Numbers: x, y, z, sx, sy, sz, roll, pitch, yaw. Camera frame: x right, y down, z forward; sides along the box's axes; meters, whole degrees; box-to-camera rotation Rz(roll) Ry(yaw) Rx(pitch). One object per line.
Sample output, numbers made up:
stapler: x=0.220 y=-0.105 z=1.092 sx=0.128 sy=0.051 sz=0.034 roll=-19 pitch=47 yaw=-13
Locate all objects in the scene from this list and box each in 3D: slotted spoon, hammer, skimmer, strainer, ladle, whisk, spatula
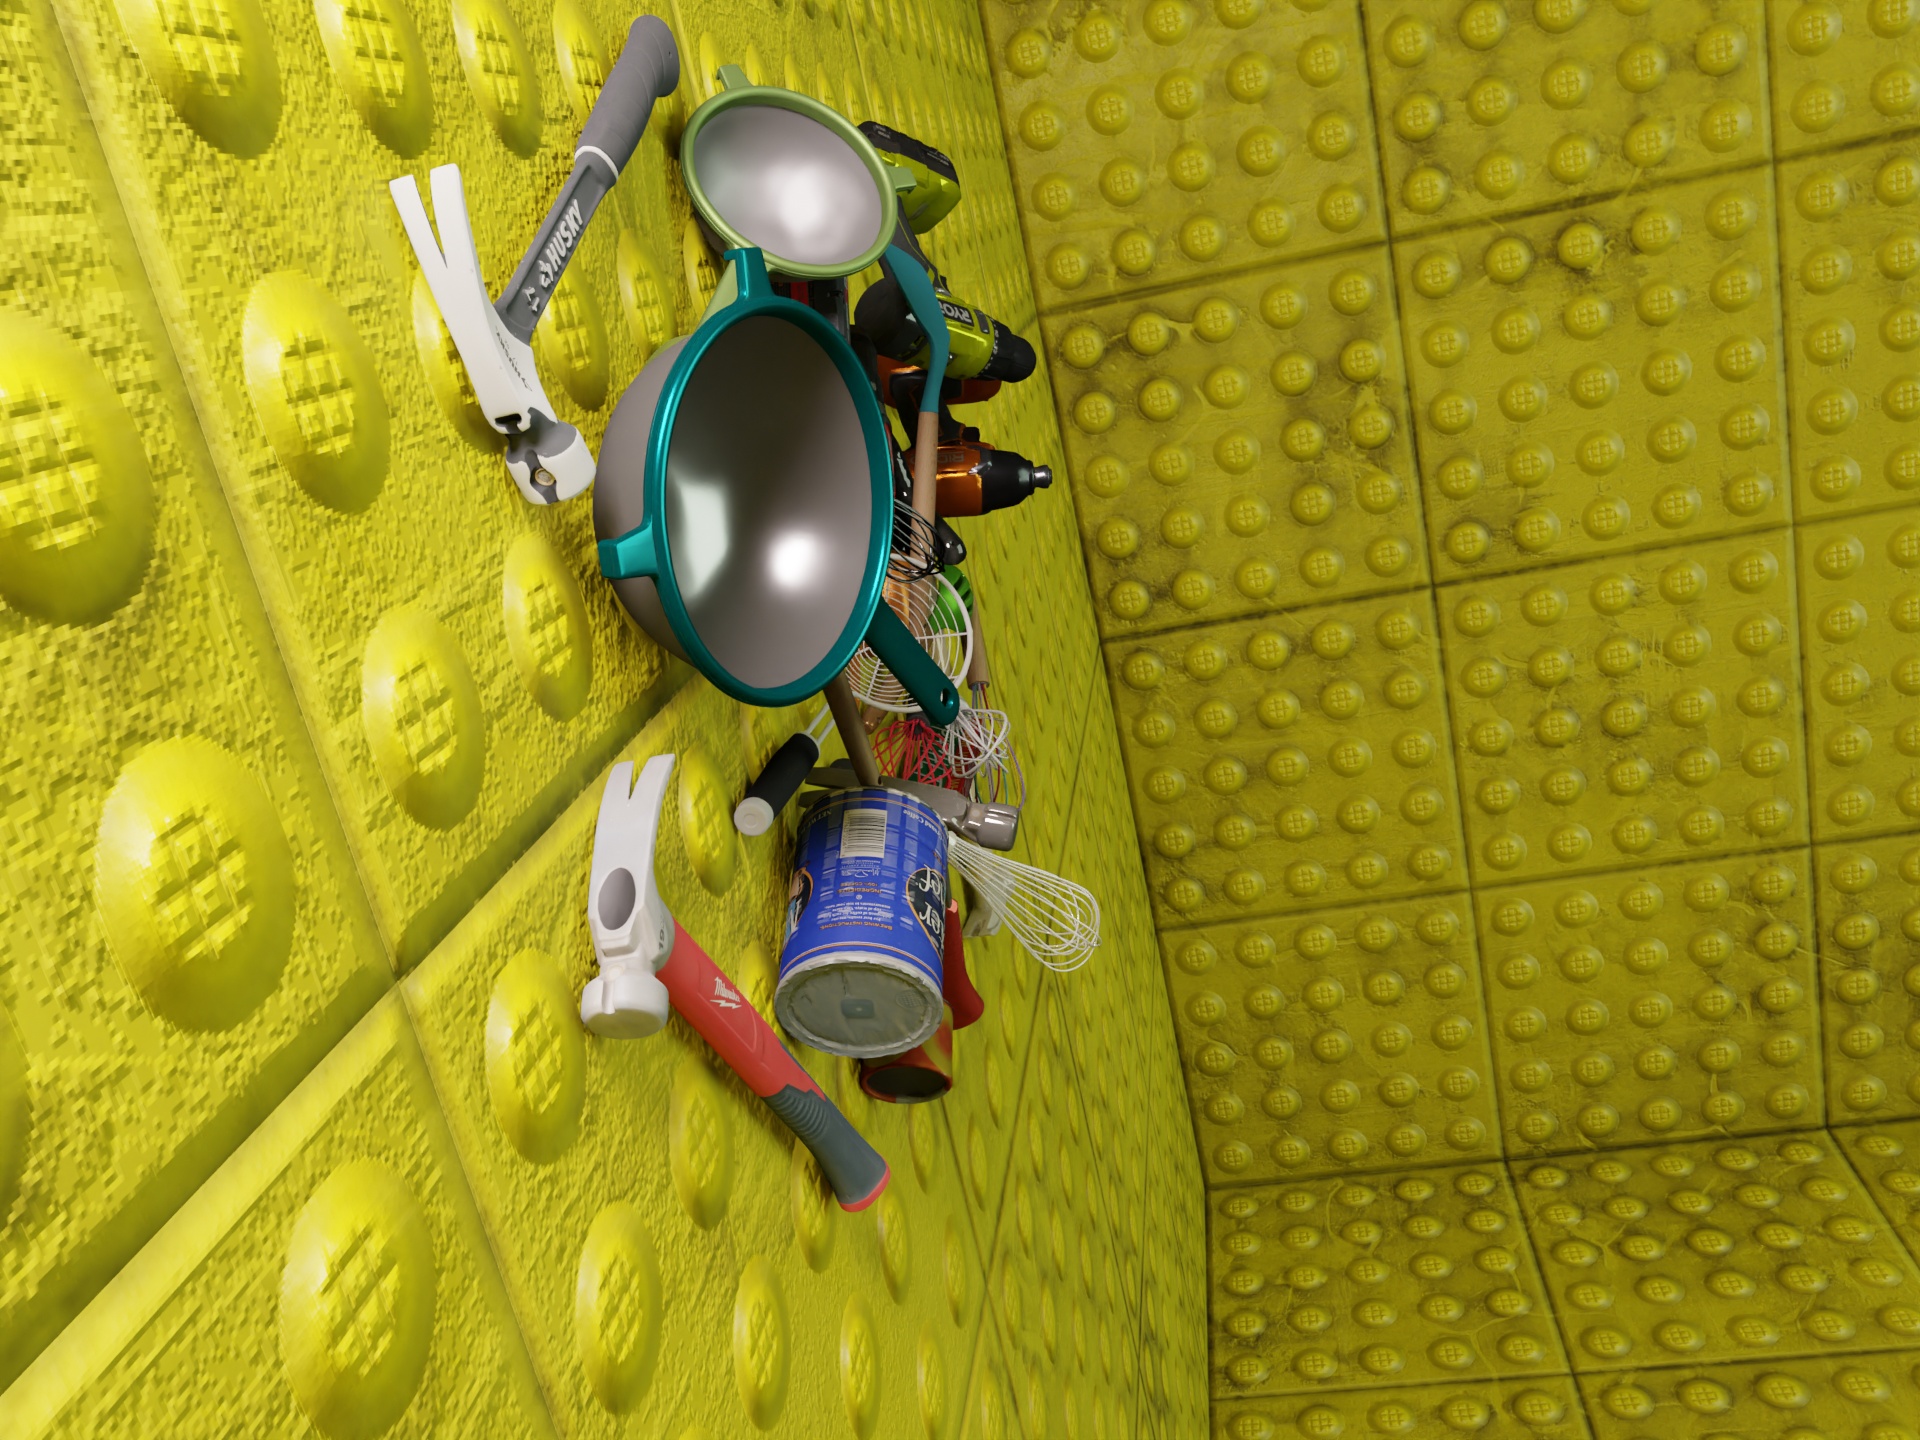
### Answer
slotted spoon: x=-0.035 y=-0.064 z=1.396 sx=0.314 sy=0.031 sz=0.070 roll=-61 pitch=136 yaw=-59
hammer: x=-0.197 y=-0.286 z=0.830 sx=0.409 sy=0.036 sz=0.149 roll=-87 pitch=163 yaw=-48
hammer: x=-0.027 y=0.149 z=1.209 sx=0.358 sy=0.149 sz=0.037 roll=85 pitch=18 yaw=-57
skimmer: x=-0.073 y=-0.022 z=1.100 sx=0.127 sy=0.090 sz=0.363 roll=45 pitch=21 yaw=-7
strainer: x=-0.103 y=-0.086 z=0.896 sx=0.340 sy=0.095 sz=0.211 roll=50 pitch=51 yaw=-53
hammer: x=-0.012 y=0.006 z=1.532 sx=0.146 sy=0.038 sz=0.410 roll=-55 pitch=134 yaw=-73
ladle: x=-0.111 y=-0.083 z=0.978 sx=0.078 sy=0.062 sz=0.320 roll=-62 pitch=140 yaw=-55
whisk: x=0.007 y=0.109 z=1.221 sx=0.284 sy=0.070 sz=0.070 roll=37 pitch=35 yaw=-27
strainer: x=-0.138 y=-0.302 z=1.046 sx=0.069 sy=0.151 sz=0.256 roll=-40 pitch=-153 yaw=58
spatula: x=-0.036 y=-0.220 z=1.275 sx=0.082 sy=0.044 sz=0.317 roll=1 pitch=92 yaw=-67
whisk: x=-0.087 y=-0.170 z=1.134 sx=0.238 sy=0.055 sz=0.055 roll=41 pitch=37 yaw=-42
whisk: x=-0.002 y=-0.004 z=1.255 sx=0.057 sy=0.059 sz=0.246 roll=38 pitch=5 yaw=-17
whisk: x=-0.038 y=0.012 z=1.346 sx=0.296 sy=0.073 sz=0.073 roll=-83 pitch=162 yaw=-72
hammer: x=-0.110 y=0.175 z=0.887 sx=0.385 sy=0.038 sz=0.143 roll=66 pitch=17 yaw=-53
whisk: x=0.016 y=-0.013 z=1.507 sx=0.051 sy=0.047 sz=0.245 roll=13 pitch=57 yaw=-37

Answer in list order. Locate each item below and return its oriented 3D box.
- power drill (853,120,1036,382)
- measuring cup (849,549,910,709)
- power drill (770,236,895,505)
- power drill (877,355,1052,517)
power drill: x=-0.028 y=-0.404 z=1.416 sx=0.190 sy=0.080 sz=0.229 roll=5 pitch=60 yaw=-46
measuring cup: x=-0.061 y=-0.070 z=1.292 sx=0.174 sy=0.052 sz=0.095 roll=-90 pitch=166 yaw=-48
power drill: x=-0.100 y=-0.266 z=1.205 sx=0.226 sy=0.080 sz=0.188 roll=64 pitch=20 yaw=-64
power drill: x=-0.003 y=-0.276 z=1.470 sx=0.084 sy=0.164 sz=0.227 roll=88 pitch=0 yaw=-51
